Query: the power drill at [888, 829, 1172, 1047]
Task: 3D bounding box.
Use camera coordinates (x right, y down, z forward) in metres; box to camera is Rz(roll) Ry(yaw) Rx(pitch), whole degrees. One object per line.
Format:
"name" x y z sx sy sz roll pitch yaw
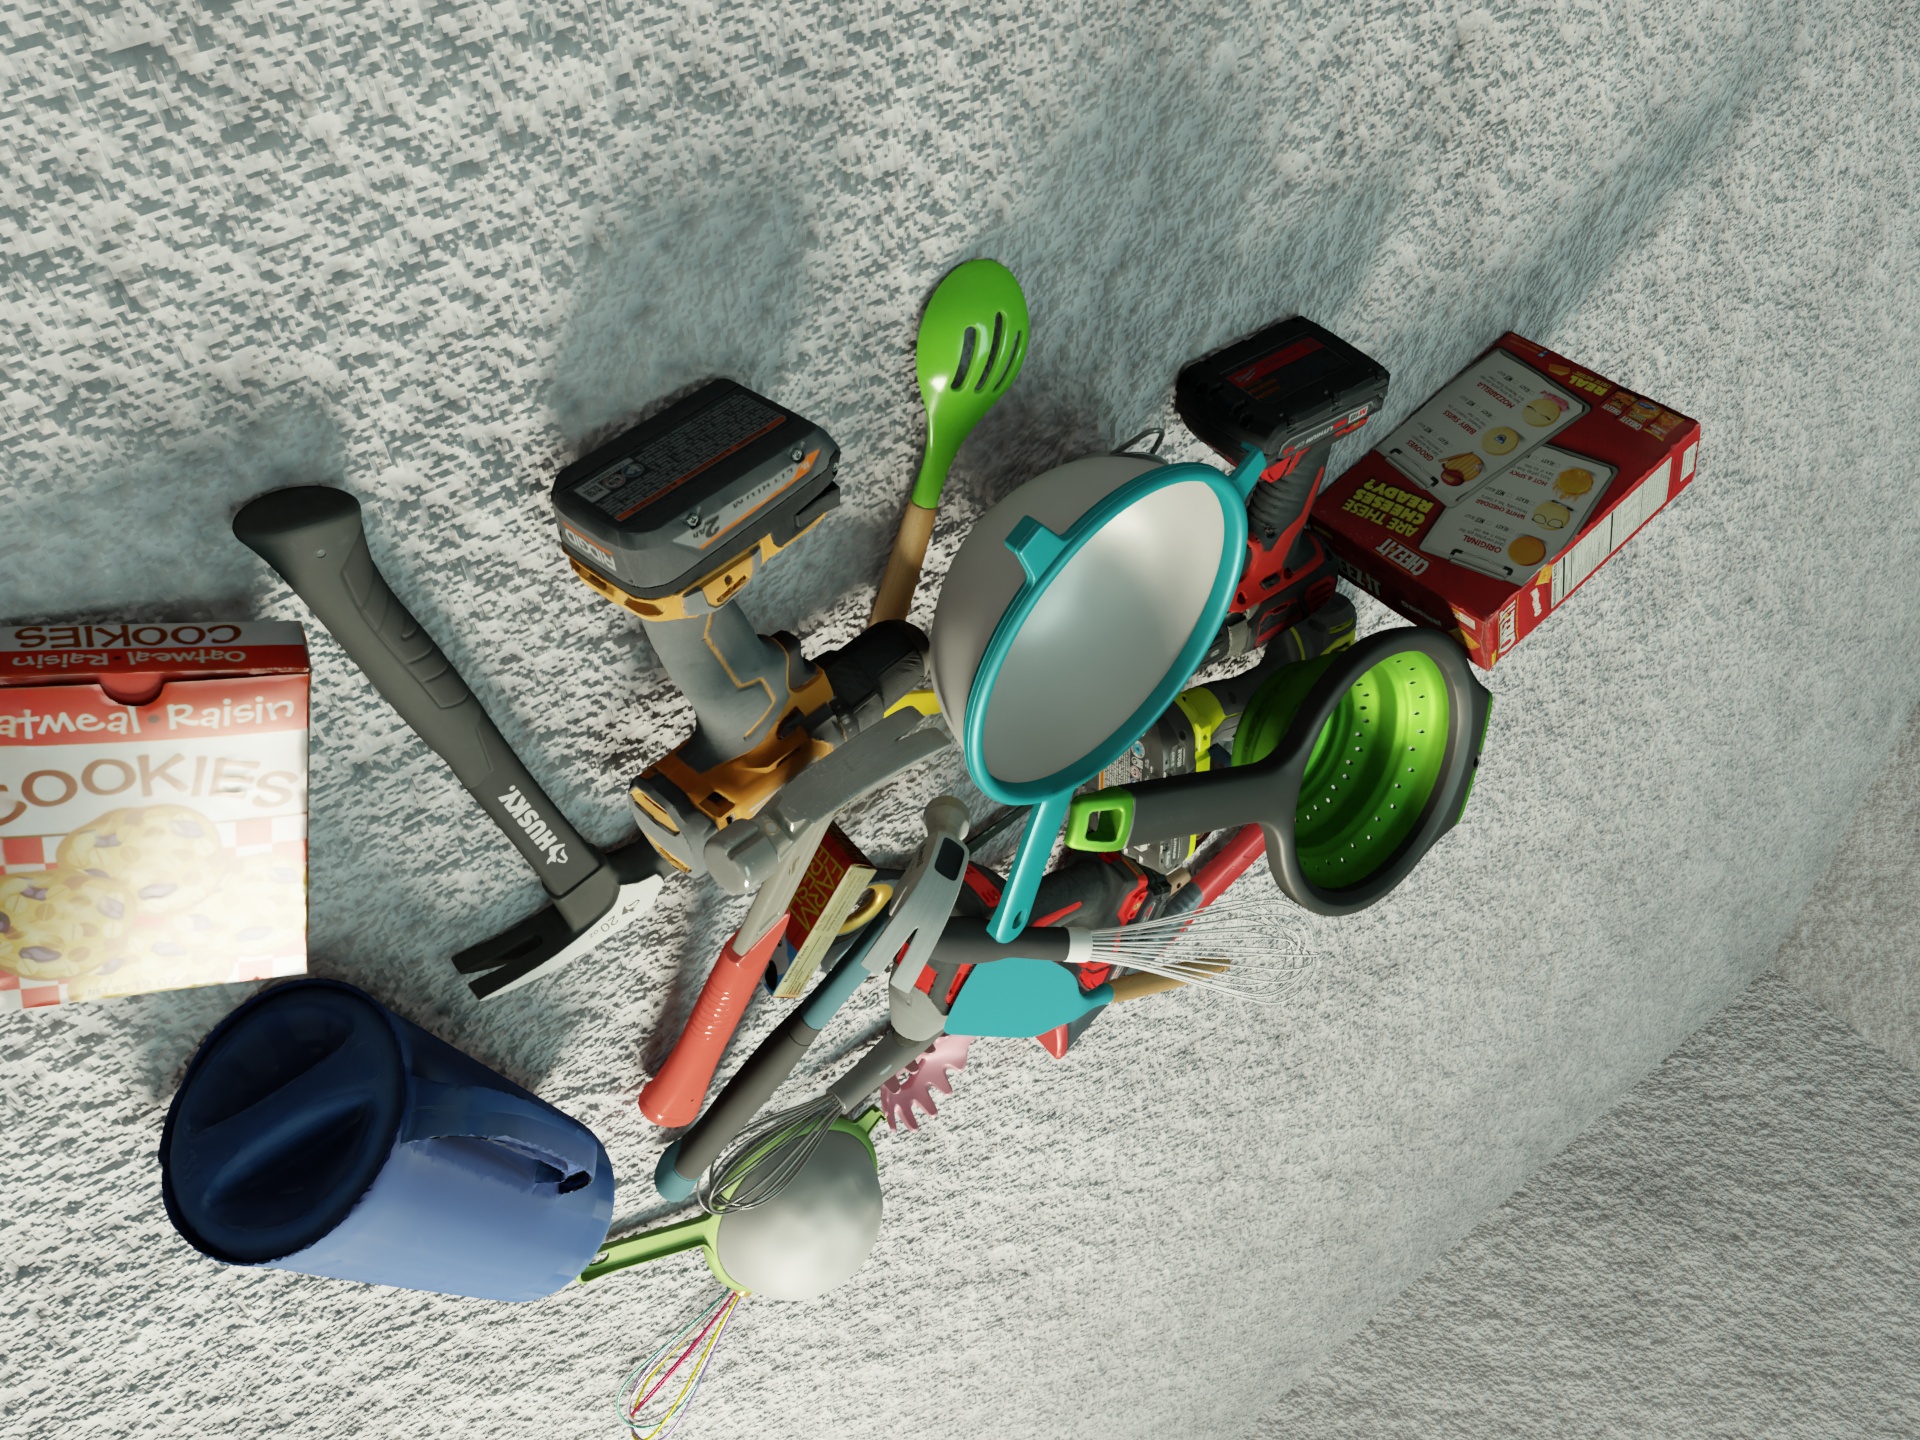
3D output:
"power drill" 0.041 0.156 1.131 0.219 0.079 0.143 -7 129 -47

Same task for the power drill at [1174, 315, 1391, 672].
"power drill" 0.175 -0.123 1.016 0.188 0.080 0.226 -29 144 -24

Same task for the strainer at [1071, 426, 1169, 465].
"strainer" 0.062 -0.080 0.966 0.086 0.050 0.258 -3 133 -29

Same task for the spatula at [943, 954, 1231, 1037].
"spatula" 0.112 0.187 1.157 0.317 0.044 0.082 2 122 -53

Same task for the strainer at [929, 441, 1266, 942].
"strainer" 0.039 -0.016 0.903 0.211 0.095 0.340 -24 143 -39

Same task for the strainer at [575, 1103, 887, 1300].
"strainer" -0.150 0.374 1.138 0.256 0.069 0.151 -3 113 -40

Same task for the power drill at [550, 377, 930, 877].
"power drill" -0.093 -0.050 0.778 0.185 0.084 0.226 -38 143 -28

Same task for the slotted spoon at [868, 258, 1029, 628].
"slotted spoon" -0.025 -0.097 0.869 0.070 0.031 0.313 -8 131 -37

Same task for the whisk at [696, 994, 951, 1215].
"whisk" -0.090 0.270 1.141 0.239 0.055 0.055 -36 144 -28

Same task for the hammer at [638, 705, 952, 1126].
"hammer" -0.118 0.133 0.902 0.149 0.037 0.358 -34 162 -40

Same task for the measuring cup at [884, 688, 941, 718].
"measuring cup" -0.001 -0.003 0.944 0.156 0.029 0.062 -6 138 -41

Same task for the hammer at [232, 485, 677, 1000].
"hammer" -0.234 0.015 0.746 0.146 0.035 0.334 -39 144 -14

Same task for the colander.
"colander" 0.191 0.029 1.032 0.397 0.095 0.204 -6 113 -40

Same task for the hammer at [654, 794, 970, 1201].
"hammer" -0.100 0.194 1.008 0.033 0.128 0.331 34 115 -12

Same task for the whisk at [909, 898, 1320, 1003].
"whisk" 0.105 0.148 1.033 0.284 0.070 0.070 4 125 -16

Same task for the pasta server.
"pasta server" 0.062 0.210 1.244 0.316 0.040 0.060 -33 133 -18

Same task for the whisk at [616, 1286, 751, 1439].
"whisk" -0.187 0.454 1.231 0.245 0.051 0.047 -54 180 2

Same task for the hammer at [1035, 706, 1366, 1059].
"hammer" 0.213 0.146 1.352 0.386 0.038 0.143 -43 147 -6

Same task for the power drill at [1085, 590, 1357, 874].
"power drill" 0.198 0.015 1.155 0.223 0.080 0.171 -24 126 -32
